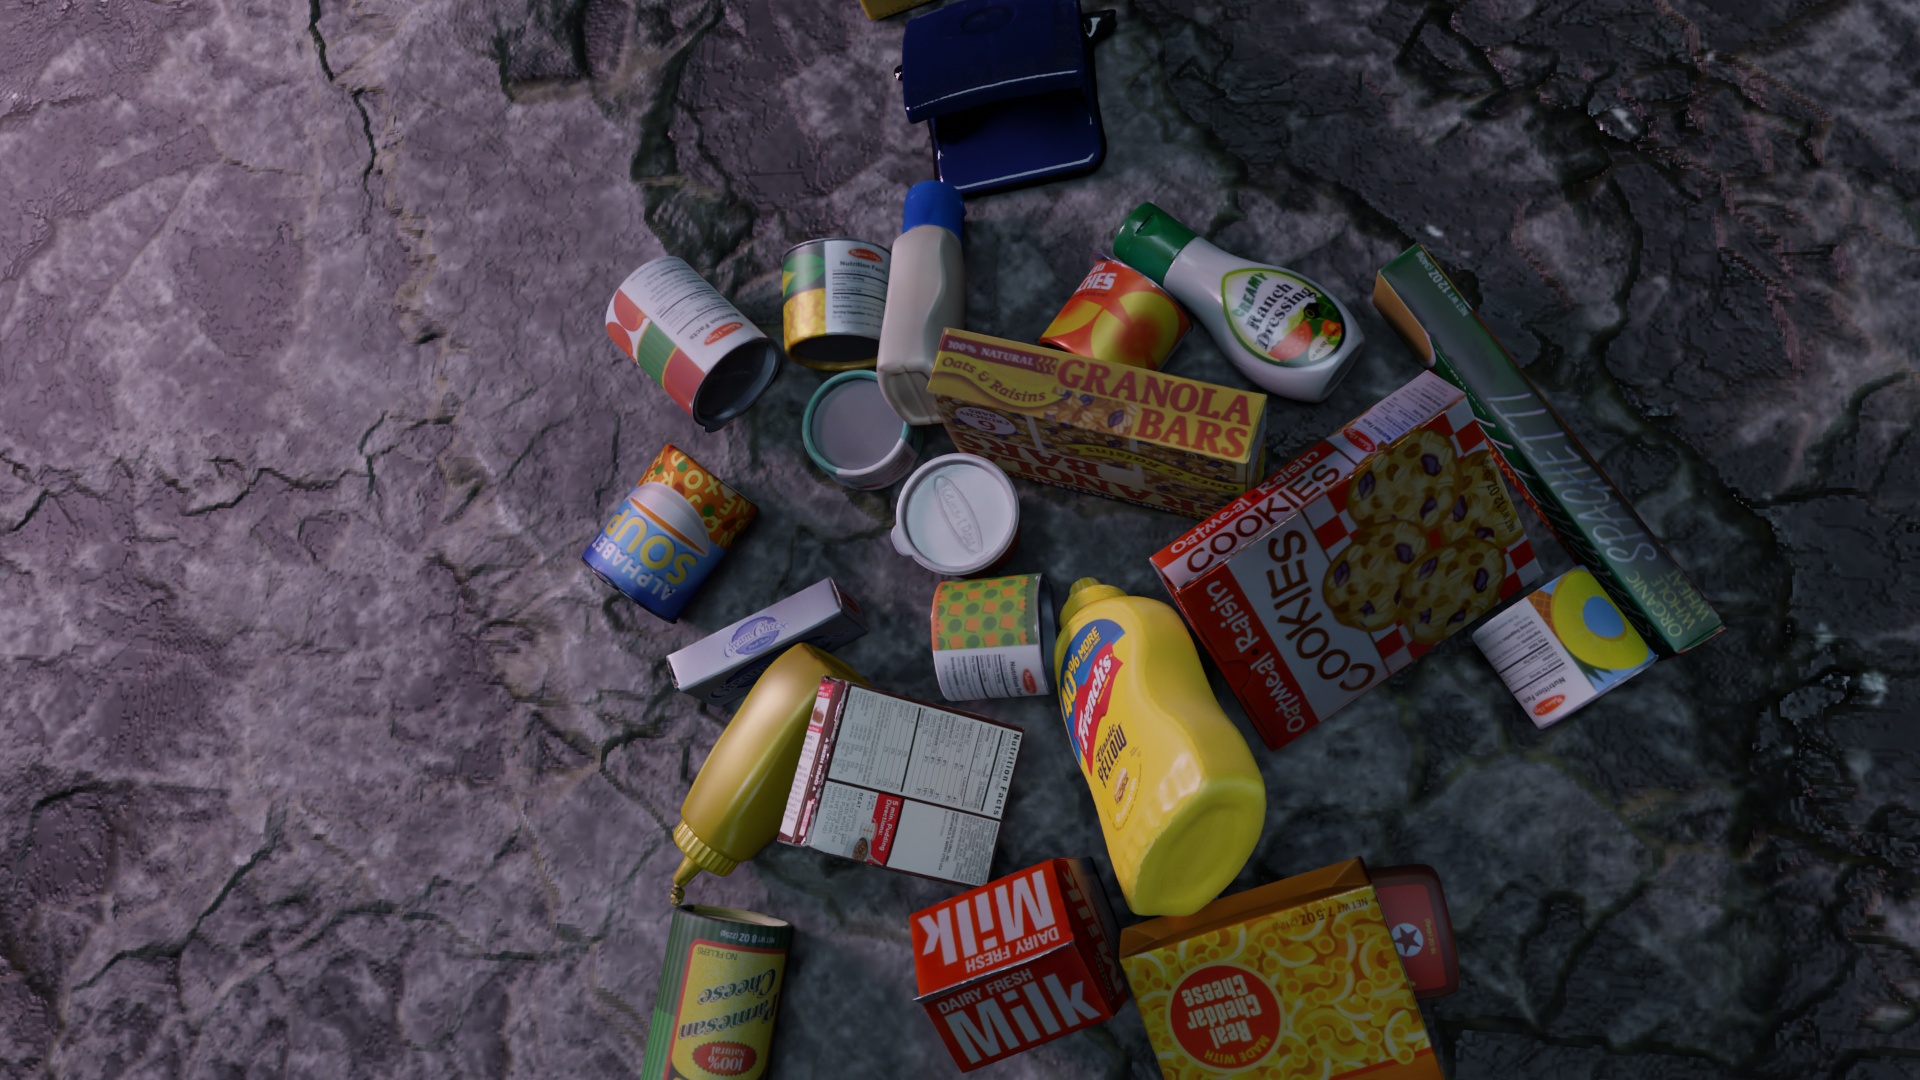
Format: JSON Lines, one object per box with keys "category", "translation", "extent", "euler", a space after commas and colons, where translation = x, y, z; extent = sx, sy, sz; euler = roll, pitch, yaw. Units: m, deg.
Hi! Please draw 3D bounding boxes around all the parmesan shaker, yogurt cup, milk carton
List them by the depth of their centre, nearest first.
{"category": "milk carton", "translation": [0.032, 0.194, 0.650], "extent": [0.072, 0.190, 0.073], "euler": [-23, 74, 6]}
{"category": "parmesan shaker", "translation": [-0.132, 0.250, 0.733], "extent": [0.071, 0.071, 0.103], "euler": [7, 79, 13]}
{"category": "yogurt cup", "translation": [0.003, -0.010, 0.774], "extent": [0.072, 0.054, 0.072], "euler": [-2, 77, 11]}

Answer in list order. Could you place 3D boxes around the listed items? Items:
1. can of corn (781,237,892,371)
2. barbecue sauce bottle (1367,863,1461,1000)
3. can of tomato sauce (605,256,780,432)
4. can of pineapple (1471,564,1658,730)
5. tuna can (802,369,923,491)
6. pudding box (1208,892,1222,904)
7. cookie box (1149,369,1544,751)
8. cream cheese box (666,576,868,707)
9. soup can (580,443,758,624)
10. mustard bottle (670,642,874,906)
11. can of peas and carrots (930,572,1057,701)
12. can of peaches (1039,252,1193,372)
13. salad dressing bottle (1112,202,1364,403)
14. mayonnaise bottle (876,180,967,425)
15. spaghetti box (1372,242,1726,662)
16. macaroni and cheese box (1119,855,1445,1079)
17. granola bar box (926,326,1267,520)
{"category": "can of corn", "translation": [-0.072, -0.136, 0.814], "extent": [0.071, 0.071, 0.058], "euler": [-5, 77, 10]}
{"category": "barbecue sauce bottle", "translation": [0.169, 0.204, 0.697], "extent": [0.148, 0.043, 0.065], "euler": [-10, 83, 9]}
{"category": "can of tomato sauce", "translation": [-0.160, -0.117, 0.827], "extent": [0.083, 0.071, 0.071], "euler": [43, 89, 17]}
{"category": "can of pineapple", "translation": [0.302, 0.053, 0.695], "extent": [0.071, 0.071, 0.058], "euler": [-33, 73, 3]}
{"category": "tuna can", "translation": [-0.058, -0.067, 0.811], "extent": [0.071, 0.033, 0.071], "euler": [-2, 77, 11]}
{"category": "pudding box", "translation": [0.127, 0.143, 0.716], "extent": [0.030, 0.049, 0.084], "euler": [10, 80, 15]}
{"category": "cookie box", "translation": [0.195, 0.013, 0.699], "extent": [0.167, 0.122, 0.040], "euler": [-34, 30, 2]}
{"category": "cream cheese box", "translation": [-0.107, 0.058, 0.781], "extent": [0.104, 0.053, 0.024], "euler": [-26, 69, 4]}
{"category": "soup can", "translation": [-0.167, -0.005, 0.798], "extent": [0.071, 0.071, 0.084], "euler": [35, 86, 16]}
{"category": "mustard bottle", "translation": [-0.113, 0.132, 0.760], "extent": [0.049, 0.065, 0.160], "euler": [37, 89, 39]}
{"category": "can of peas and carrots", "translation": [0.020, 0.051, 0.752], "extent": [0.059, 0.071, 0.071], "euler": [-5, 77, 11]}
{"category": "can of peaches", "translation": [0.084, -0.116, 0.775], "extent": [0.071, 0.071, 0.058], "euler": [36, 87, 17]}
{"category": "salad dressing bottle", "translation": [0.153, -0.136, 0.778], "extent": [0.148, 0.044, 0.064], "euler": [38, 83, 17]}
{"category": "mayonnaise bottle", "translation": [-0.019, -0.141, 0.795], "extent": [0.041, 0.064, 0.149], "euler": [-6, 57, 15]}
{"category": "spaghetti box", "translation": [0.301, -0.047, 0.725], "extent": [0.028, 0.050, 0.250], "euler": [-33, 73, 5]}
{"category": "macaroni and cheese box", "translation": [0.161, 0.250, 0.659], "extent": [0.123, 0.040, 0.166], "euler": [-20, 93, 11]}
{"category": "granola bar box", "translation": [0.075, -0.056, 0.733], "extent": [0.165, 0.124, 0.039], "euler": [14, 78, 15]}
